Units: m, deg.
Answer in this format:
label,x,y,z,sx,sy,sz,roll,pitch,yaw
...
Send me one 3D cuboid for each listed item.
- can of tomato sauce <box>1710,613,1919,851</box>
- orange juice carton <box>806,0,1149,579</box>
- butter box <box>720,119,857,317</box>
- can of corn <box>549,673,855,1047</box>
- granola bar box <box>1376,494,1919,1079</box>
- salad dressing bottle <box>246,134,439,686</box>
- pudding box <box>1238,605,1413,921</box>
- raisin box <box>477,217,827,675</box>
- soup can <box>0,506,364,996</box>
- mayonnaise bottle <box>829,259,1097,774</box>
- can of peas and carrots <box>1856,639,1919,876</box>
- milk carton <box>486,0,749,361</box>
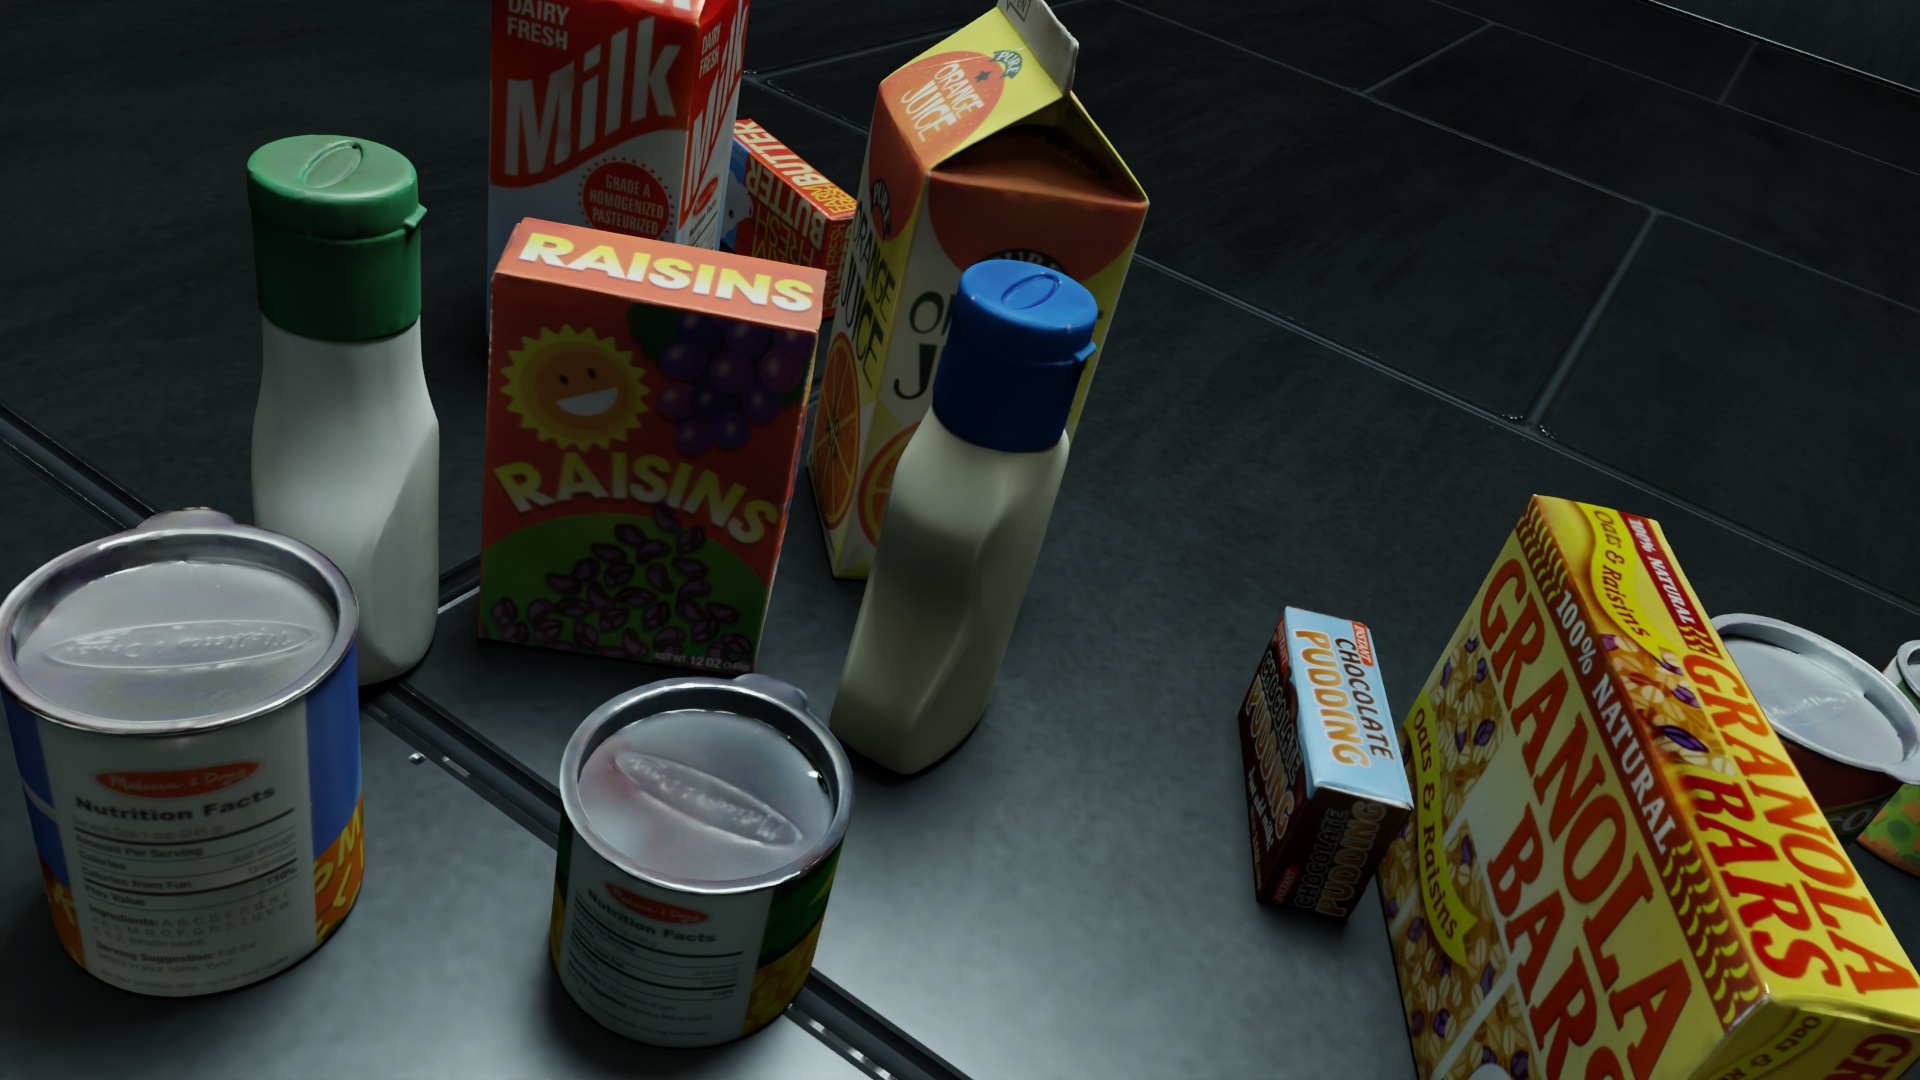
label,x,y,z,sx,sy,sz,roll,pitch,yaw
can of tomato sauce,0.241,0.076,0.426,0.071,0.082,0.071,11,35,-7
orange juice carton,0.003,-0.081,0.458,0.073,0.191,0.072,3,37,-18
butter box,-0.083,-0.149,0.641,0.024,0.052,0.104,-16,46,-38
can of corn,-0.062,0.075,0.333,0.071,0.058,0.071,10,35,-7
granola bar box,0.152,0.085,0.344,0.039,0.123,0.166,14,35,-3
salad dressing bottle,-0.160,-0.029,0.362,0.044,0.146,0.064,10,35,-8
pudding box,0.108,0.065,0.420,0.030,0.049,0.084,14,35,-3
raisin box,-0.091,-0.024,0.402,0.086,0.122,0.040,9,35,-9
soup can,-0.169,0.047,0.308,0.071,0.083,0.072,11,35,-7
mayonnaise bottle,0.001,-0.005,0.390,0.041,0.147,0.065,27,36,16
can of peas and carrots,0.347,0.079,0.485,0.071,0.058,0.071,10,35,-7
milk carton,-0.126,-0.155,0.513,0.072,0.189,0.074,15,34,-1
